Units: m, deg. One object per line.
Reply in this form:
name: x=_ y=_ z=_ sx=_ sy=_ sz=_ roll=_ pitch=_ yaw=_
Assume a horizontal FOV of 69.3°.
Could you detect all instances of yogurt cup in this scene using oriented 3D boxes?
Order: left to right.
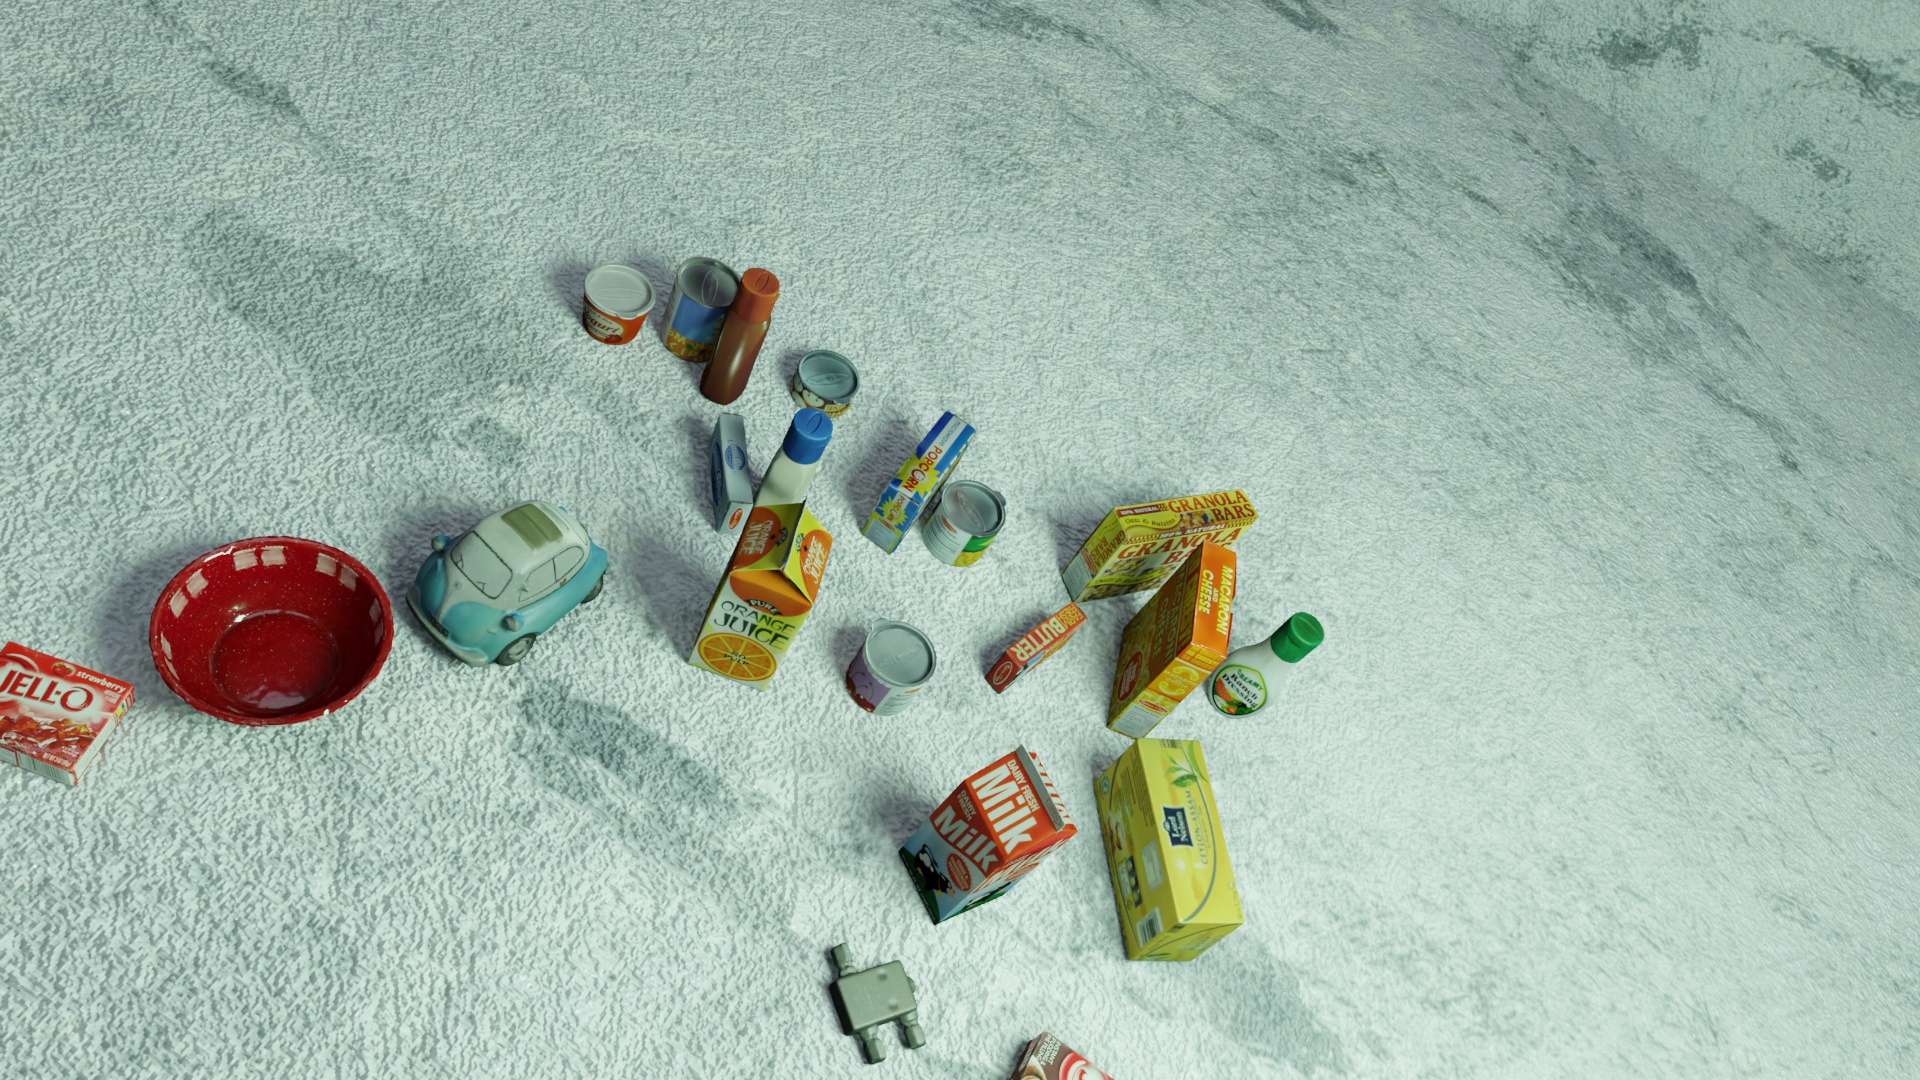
yogurt cup: x=-0.335 y=-0.227 z=1.346 sx=0.072 sy=0.053 sz=0.073 roll=13 pitch=52 yaw=-17

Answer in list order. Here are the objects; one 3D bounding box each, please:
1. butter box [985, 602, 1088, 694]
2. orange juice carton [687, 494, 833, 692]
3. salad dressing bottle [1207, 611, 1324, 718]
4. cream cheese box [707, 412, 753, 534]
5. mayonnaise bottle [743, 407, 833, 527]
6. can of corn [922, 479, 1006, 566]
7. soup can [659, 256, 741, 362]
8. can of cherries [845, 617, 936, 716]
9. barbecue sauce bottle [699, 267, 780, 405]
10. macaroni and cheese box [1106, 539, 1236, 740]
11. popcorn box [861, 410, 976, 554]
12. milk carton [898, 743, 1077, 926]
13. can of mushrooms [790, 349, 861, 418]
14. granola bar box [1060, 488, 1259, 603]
butter box: x=0.072 y=0.100 z=1.306 sx=0.104 sy=0.052 sz=0.024 roll=-32 pitch=75 yaw=-39
orange juice carton: x=-0.160 y=0.041 z=1.143 sx=0.073 sy=0.191 sz=0.072 roll=22 pitch=50 yaw=-10
salad dressing bottle: x=0.294 y=0.120 z=1.338 sx=0.064 sy=0.147 sz=0.044 roll=45 pitch=50 yaw=9
cream cheese box: x=-0.214 y=-0.062 z=1.285 sx=0.024 sy=0.053 sz=0.104 roll=4 pitch=55 yaw=-24
mayonnaise bottle: x=-0.154 y=-0.062 z=1.251 sx=0.041 sy=0.147 sz=0.065 roll=29 pitch=49 yaw=-5
can of corn: x=0.005 y=-0.017 z=1.356 sx=0.071 sy=0.058 sz=0.071 roll=13 pitch=52 yaw=-17
soup can: x=-0.252 y=-0.225 z=1.365 sx=0.071 sy=0.083 sz=0.072 roll=13 pitch=52 yaw=-17
can of cherries: x=-0.063 y=0.111 z=1.228 sx=0.071 sy=0.058 sz=0.072 roll=13 pitch=52 yaw=-17
barbecue sauce bottle: x=-0.208 y=-0.196 z=1.323 sx=0.044 sy=0.147 sz=0.065 roll=26 pitch=49 yaw=-7
macaroni and cheese box: x=0.198 y=0.095 z=1.297 sx=0.040 sy=0.165 sz=0.124 roll=23 pitch=50 yaw=-9
popcorn box: x=-0.040 y=-0.057 z=1.346 sx=0.038 sy=0.084 sz=0.127 roll=35 pitch=49 yaw=0
milk carton: x=0.027 y=0.230 z=1.097 sx=0.074 sy=0.189 sz=0.072 roll=-14 pitch=64 yaw=-33
can of mushrooms: x=-0.136 y=-0.156 z=1.405 sx=0.071 sy=0.033 sz=0.071 roll=13 pitch=52 yaw=-17
granola bar box: x=0.198 y=0.005 z=1.391 sx=0.166 sy=0.123 sz=0.039 roll=-9 pitch=61 yaw=-31
